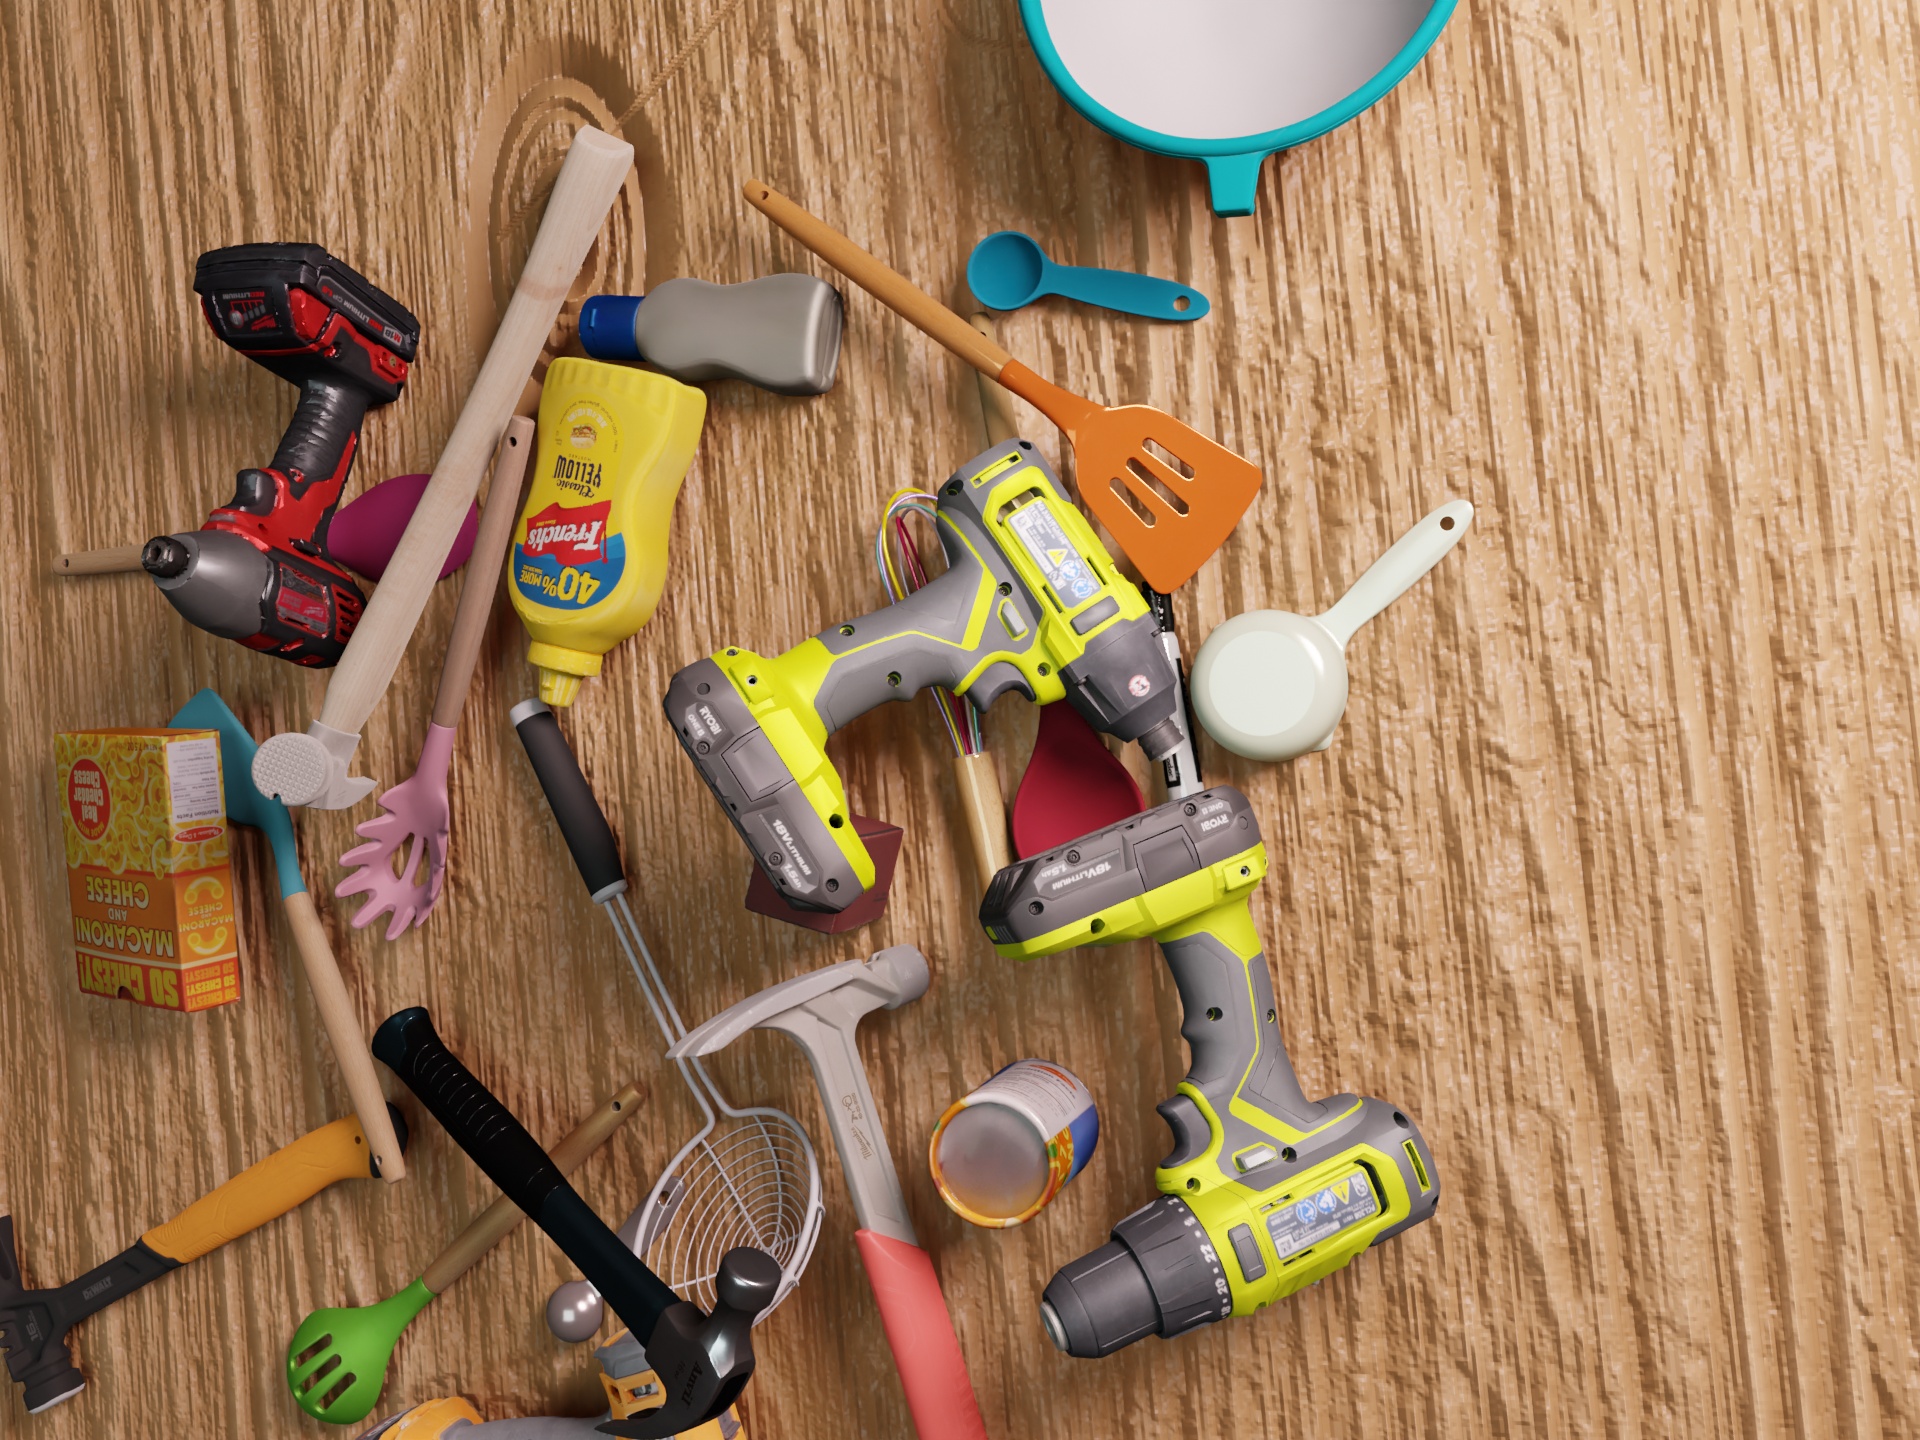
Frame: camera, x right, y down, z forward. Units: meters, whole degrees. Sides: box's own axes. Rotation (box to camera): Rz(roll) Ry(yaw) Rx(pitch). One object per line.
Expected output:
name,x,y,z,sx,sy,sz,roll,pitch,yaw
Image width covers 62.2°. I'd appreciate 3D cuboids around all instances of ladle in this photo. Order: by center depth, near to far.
ladle,0.039,-0.062,0.827,0.069,0.031,0.315,-12,83,8

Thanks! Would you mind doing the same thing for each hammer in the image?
hammer,-0.030,0.302,0.800,0.037,0.149,0.359,-18,89,48
hammer,-0.224,0.251,0.852,0.331,0.033,0.128,31,106,36
hammer,-0.281,-0.143,0.902,0.038,0.146,0.411,24,85,-7
hammer,-0.482,0.313,0.993,0.337,0.034,0.127,-29,81,16

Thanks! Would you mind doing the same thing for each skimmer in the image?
skimmer,-0.181,0.151,0.863,0.127,0.090,0.363,-30,79,20

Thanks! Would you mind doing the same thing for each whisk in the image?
whisk,-0.003,-0.002,0.832,0.051,0.047,0.245,-14,88,17

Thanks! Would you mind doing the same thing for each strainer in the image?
strainer,0.097,-0.402,0.780,0.211,0.095,0.340,-45,74,10

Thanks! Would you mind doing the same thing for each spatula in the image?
spatula,0.007,-0.190,0.825,0.323,0.041,0.081,39,90,17
spatula,-0.401,0.131,0.953,0.082,0.044,0.318,-38,70,30

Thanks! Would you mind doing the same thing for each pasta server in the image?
pasta server,-0.292,-0.021,0.909,0.060,0.040,0.316,21,106,3

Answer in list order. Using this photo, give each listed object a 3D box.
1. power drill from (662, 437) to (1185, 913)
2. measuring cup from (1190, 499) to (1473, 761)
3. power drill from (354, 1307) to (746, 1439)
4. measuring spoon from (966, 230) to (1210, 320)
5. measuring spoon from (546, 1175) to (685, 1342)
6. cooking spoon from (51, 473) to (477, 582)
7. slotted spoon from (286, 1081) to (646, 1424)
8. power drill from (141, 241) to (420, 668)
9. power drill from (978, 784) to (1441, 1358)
power drill,-0.013,-0.010,0.765,0.223,0.080,0.171,-33,87,-11
measuring cup,0.182,-0.048,0.771,0.167,0.038,0.083,-44,76,15
power drill,-0.213,0.444,0.878,0.226,0.084,0.185,-21,84,13
measuring spoon,0.067,-0.224,0.829,0.128,0.021,0.042,13,89,9
measuring spoon,-0.197,0.306,0.904,0.034,0.018,0.124,41,101,15
cooking spoon,-0.440,-0.109,0.995,0.319,0.017,0.069,-3,88,18
slotted spoon,-0.295,0.313,0.934,0.313,0.031,0.070,-43,76,12
power drill,-0.387,-0.149,0.900,0.078,0.143,0.220,2,79,18
power drill,0.096,0.162,0.734,0.190,0.080,0.228,-20,86,-15
